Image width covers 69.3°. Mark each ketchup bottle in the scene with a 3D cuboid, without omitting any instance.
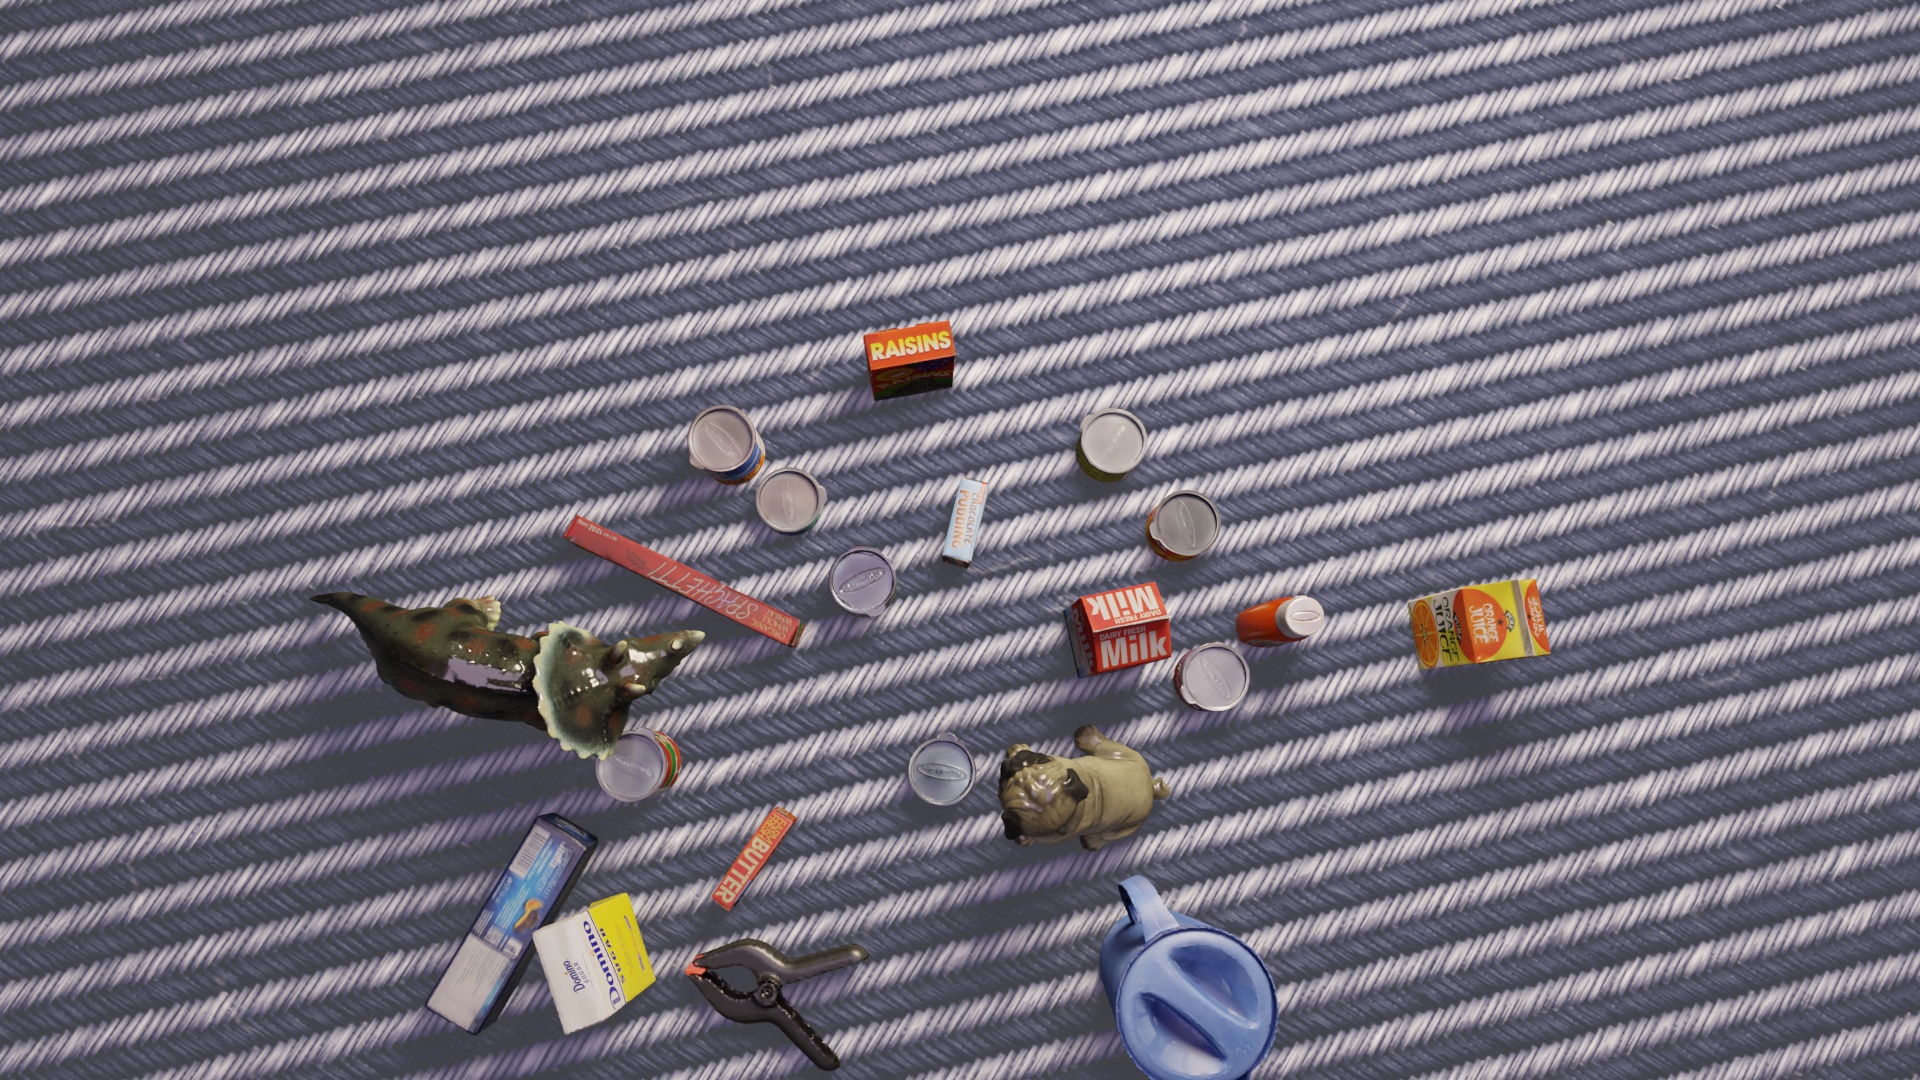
[{"bbox_3d":[0.312,0.078,1.337,0.065,0.148,0.043,-3,82,-2],"label":"ketchup bottle"}]

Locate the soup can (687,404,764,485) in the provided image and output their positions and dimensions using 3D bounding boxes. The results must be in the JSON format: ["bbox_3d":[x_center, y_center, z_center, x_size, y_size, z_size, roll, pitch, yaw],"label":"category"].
[{"bbox_3d":[-0.234,-0.092,1.379,0.071,0.083,0.071,0,82,-1],"label":"soup can"}]

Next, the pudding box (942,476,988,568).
[{"bbox_3d":[0.005,-0.017,1.392,0.030,0.049,0.084,14,82,0],"label":"pudding box"}]

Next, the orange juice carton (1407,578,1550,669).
[{"bbox_3d":[0.497,0.080,1.320,0.073,0.192,0.072,-7,83,-2],"label":"orange juice carton"}]

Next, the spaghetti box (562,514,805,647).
[{"bbox_3d":[-0.271,0.042,1.376,0.250,0.050,0.029,25,82,2],"label":"spaghetti box"}]

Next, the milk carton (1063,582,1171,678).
[{"bbox_3d":[0.148,0.085,1.310,0.072,0.190,0.073,-12,83,-3],"label":"milk carton"}]

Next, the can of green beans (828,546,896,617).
[{"bbox_3d":[-0.096,0.042,1.377,0.071,0.057,0.071,0,82,-2],"label":"can of green beans"}]

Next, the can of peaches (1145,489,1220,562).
[{"bbox_3d":[0.220,-0.013,1.394,0.071,0.058,0.071,0,82,-2],"label":"can of peaches"}]

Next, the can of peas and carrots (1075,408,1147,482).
[{"bbox_3d":[0.149,-0.096,1.403,0.071,0.058,0.071,0,82,-2],"label":"can of peas and carrots"}]

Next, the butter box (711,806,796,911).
[{"bbox_3d":[-0.198,0.305,1.338,0.024,0.053,0.103,35,82,3],"label":"butter box"}]

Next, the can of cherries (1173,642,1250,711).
[{"bbox_3d":[0.245,0.137,1.372,0.071,0.058,0.071,0,82,-2],"label":"can of cherries"}]

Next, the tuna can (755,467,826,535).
[{"bbox_3d":[-0.169,-0.039,1.399,0.071,0.033,0.071,0,82,-2],"label":"tuna can"}]

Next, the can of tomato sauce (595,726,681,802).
[{"bbox_3d":[-0.307,0.213,1.333,0.071,0.083,0.071,0,82,-1],"label":"can of tomato sauce"}]

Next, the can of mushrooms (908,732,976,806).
[{"bbox_3d":[-0.017,0.224,1.365,0.071,0.033,0.071,0,82,-2],"label":"can of mushrooms"}]

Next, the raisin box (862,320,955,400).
[{"bbox_3d":[-0.050,-0.178,1.377,0.086,0.123,0.040,-10,83,-3],"label":"raisin box"}]
